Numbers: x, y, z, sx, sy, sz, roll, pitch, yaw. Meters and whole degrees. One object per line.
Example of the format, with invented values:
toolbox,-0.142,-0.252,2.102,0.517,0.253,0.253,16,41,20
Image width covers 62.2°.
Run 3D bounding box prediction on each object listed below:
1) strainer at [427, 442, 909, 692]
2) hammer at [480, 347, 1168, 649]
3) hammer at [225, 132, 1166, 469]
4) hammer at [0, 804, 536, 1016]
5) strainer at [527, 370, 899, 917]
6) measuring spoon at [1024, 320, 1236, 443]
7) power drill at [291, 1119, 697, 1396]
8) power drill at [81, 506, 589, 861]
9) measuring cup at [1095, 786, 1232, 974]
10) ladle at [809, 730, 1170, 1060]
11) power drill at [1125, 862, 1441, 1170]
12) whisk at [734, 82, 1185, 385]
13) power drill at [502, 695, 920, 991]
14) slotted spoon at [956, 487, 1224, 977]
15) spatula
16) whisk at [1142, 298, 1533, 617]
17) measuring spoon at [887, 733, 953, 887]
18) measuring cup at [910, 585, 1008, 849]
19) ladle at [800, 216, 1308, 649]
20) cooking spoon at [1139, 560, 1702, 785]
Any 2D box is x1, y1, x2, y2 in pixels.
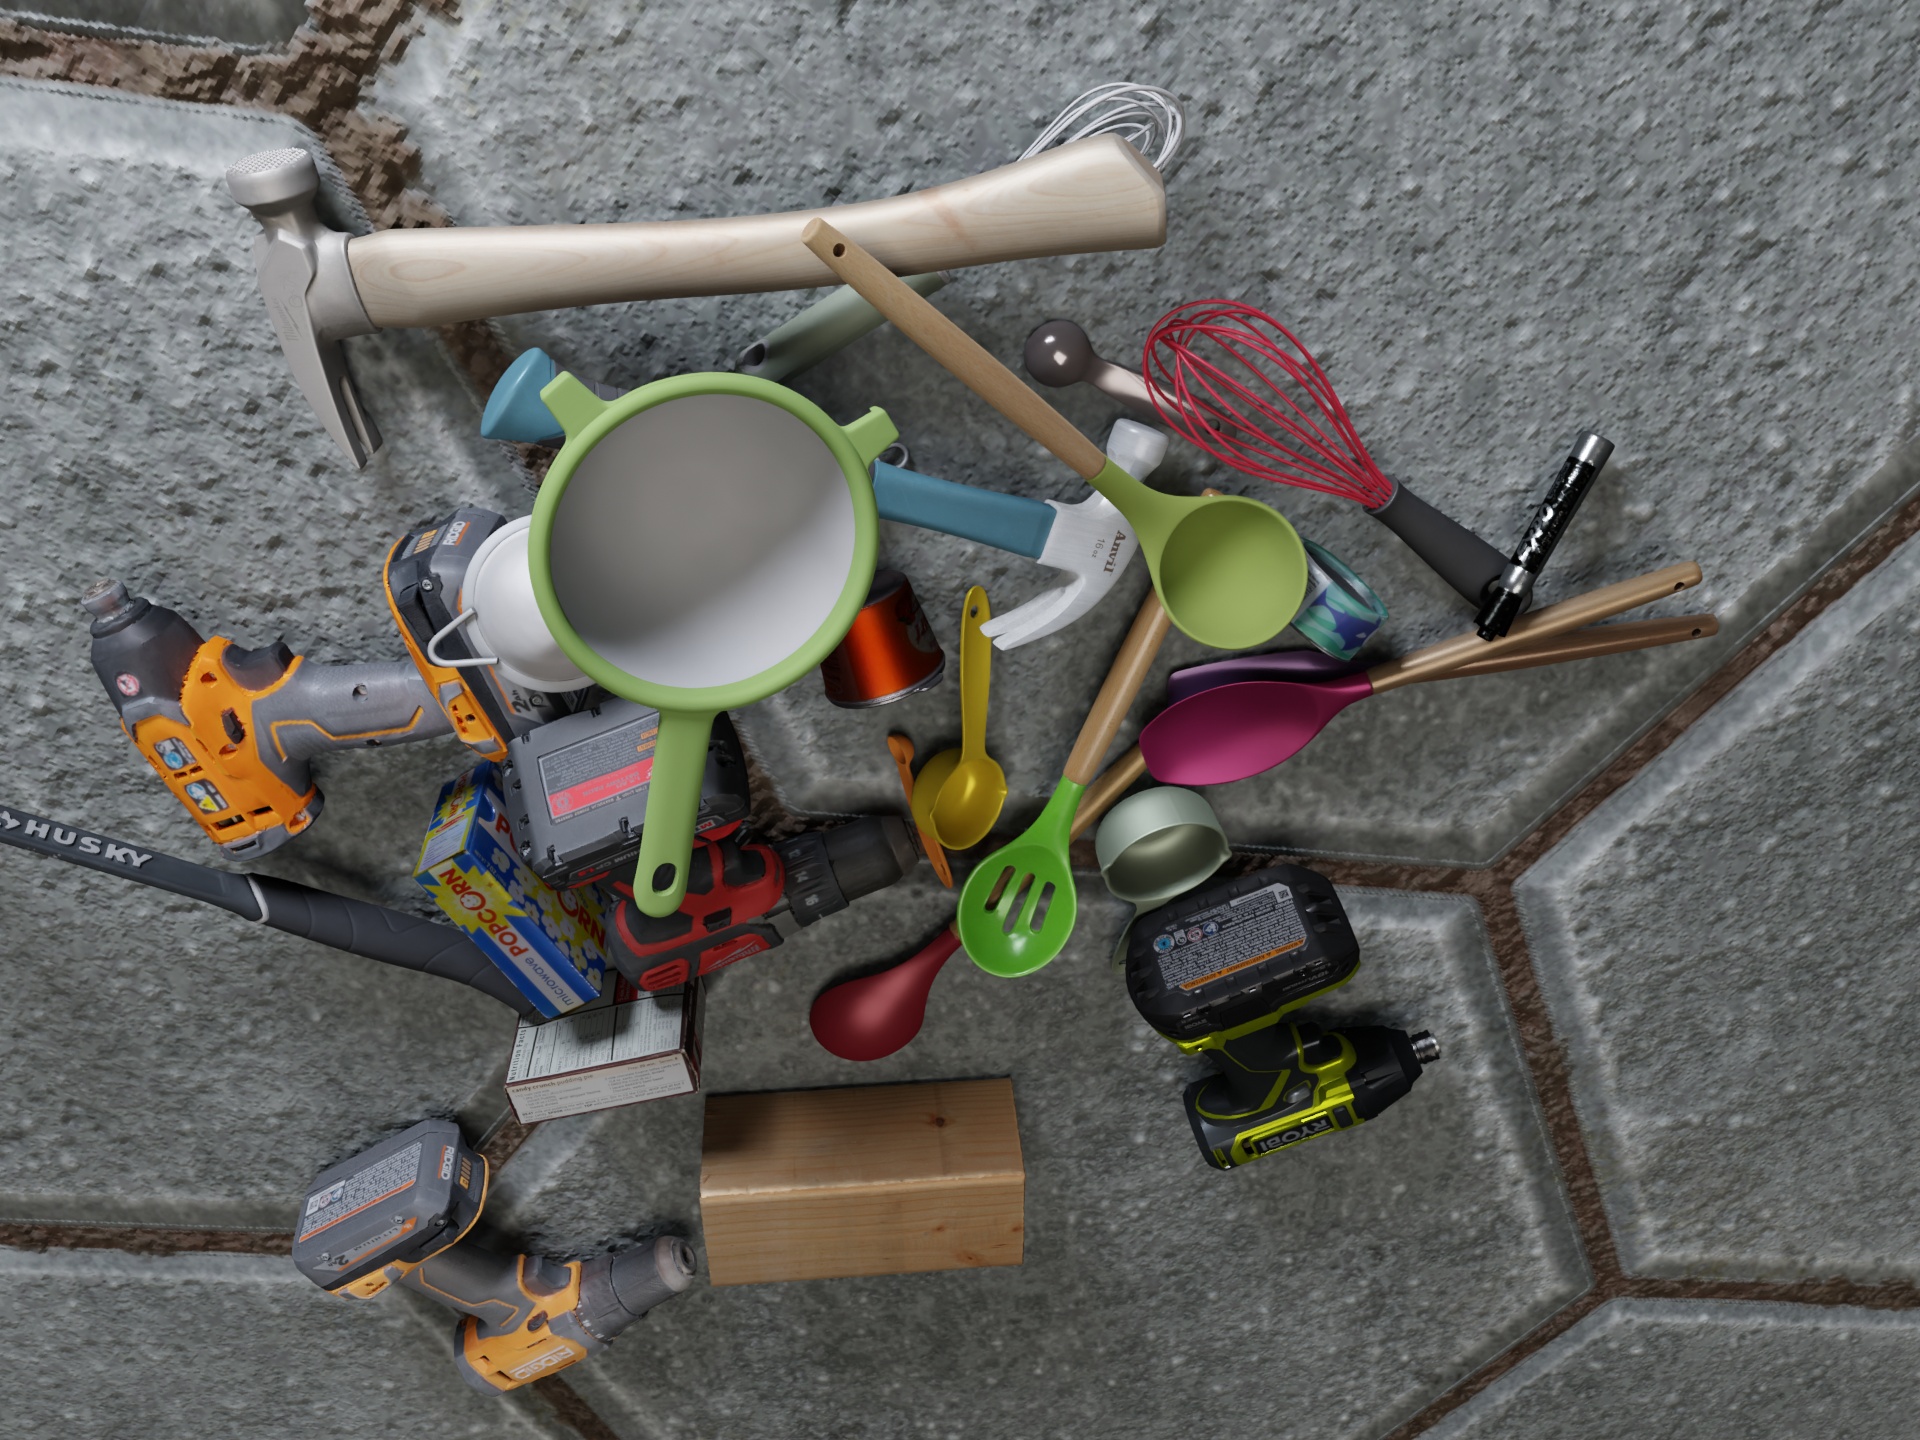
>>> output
strainer,-0.135,-0.085,0.778,0.258,0.050,0.086,-28,106,-19
hammer,-0.058,-0.117,0.764,0.330,0.033,0.128,10,109,-26
hammer,-0.113,-0.201,0.721,0.410,0.038,0.146,-4,125,7
hammer,-0.411,0.089,0.878,0.408,0.149,0.036,24,119,-30
strainer,-0.126,-0.036,0.715,0.151,0.069,0.256,1,115,-25
measuring spoon,0.089,-0.166,0.808,0.124,0.018,0.034,20,119,-19
power drill,-0.307,0.364,1.078,0.185,0.084,0.226,-28,126,12
power drill,-0.328,-0.028,0.821,0.226,0.084,0.164,-18,121,10
measuring cup,0.111,0.100,0.979,0.083,0.038,0.167,-6,142,-15
ladle,0.016,0.114,0.980,0.069,0.031,0.315,35,112,-23
power drill,0.206,0.193,1.008,0.171,0.080,0.223,-23,134,9
whisk,-0.005,-0.221,0.749,0.246,0.058,0.059,-28,149,17
power drill,-0.128,0.066,0.866,0.188,0.080,0.226,-21,150,-1
slotted spoon,0.078,0.012,0.903,0.070,0.031,0.313,24,112,1
spatula,0.276,-0.030,0.916,0.316,0.018,0.059,-9,124,2
whisk,0.205,-0.127,0.826,0.295,0.073,0.073,29,116,-29
measuring spoon,-0.020,0.054,0.941,0.011,0.021,0.116,-32,126,-20
measuring cup,-0.001,-0.003,0.900,0.062,0.029,0.156,-16,116,-41
ladle,0.052,-0.131,0.745,0.319,0.062,0.078,33,92,-35
cooking spoon,0.254,-0.030,0.893,0.319,0.017,0.068,-19,124,9
